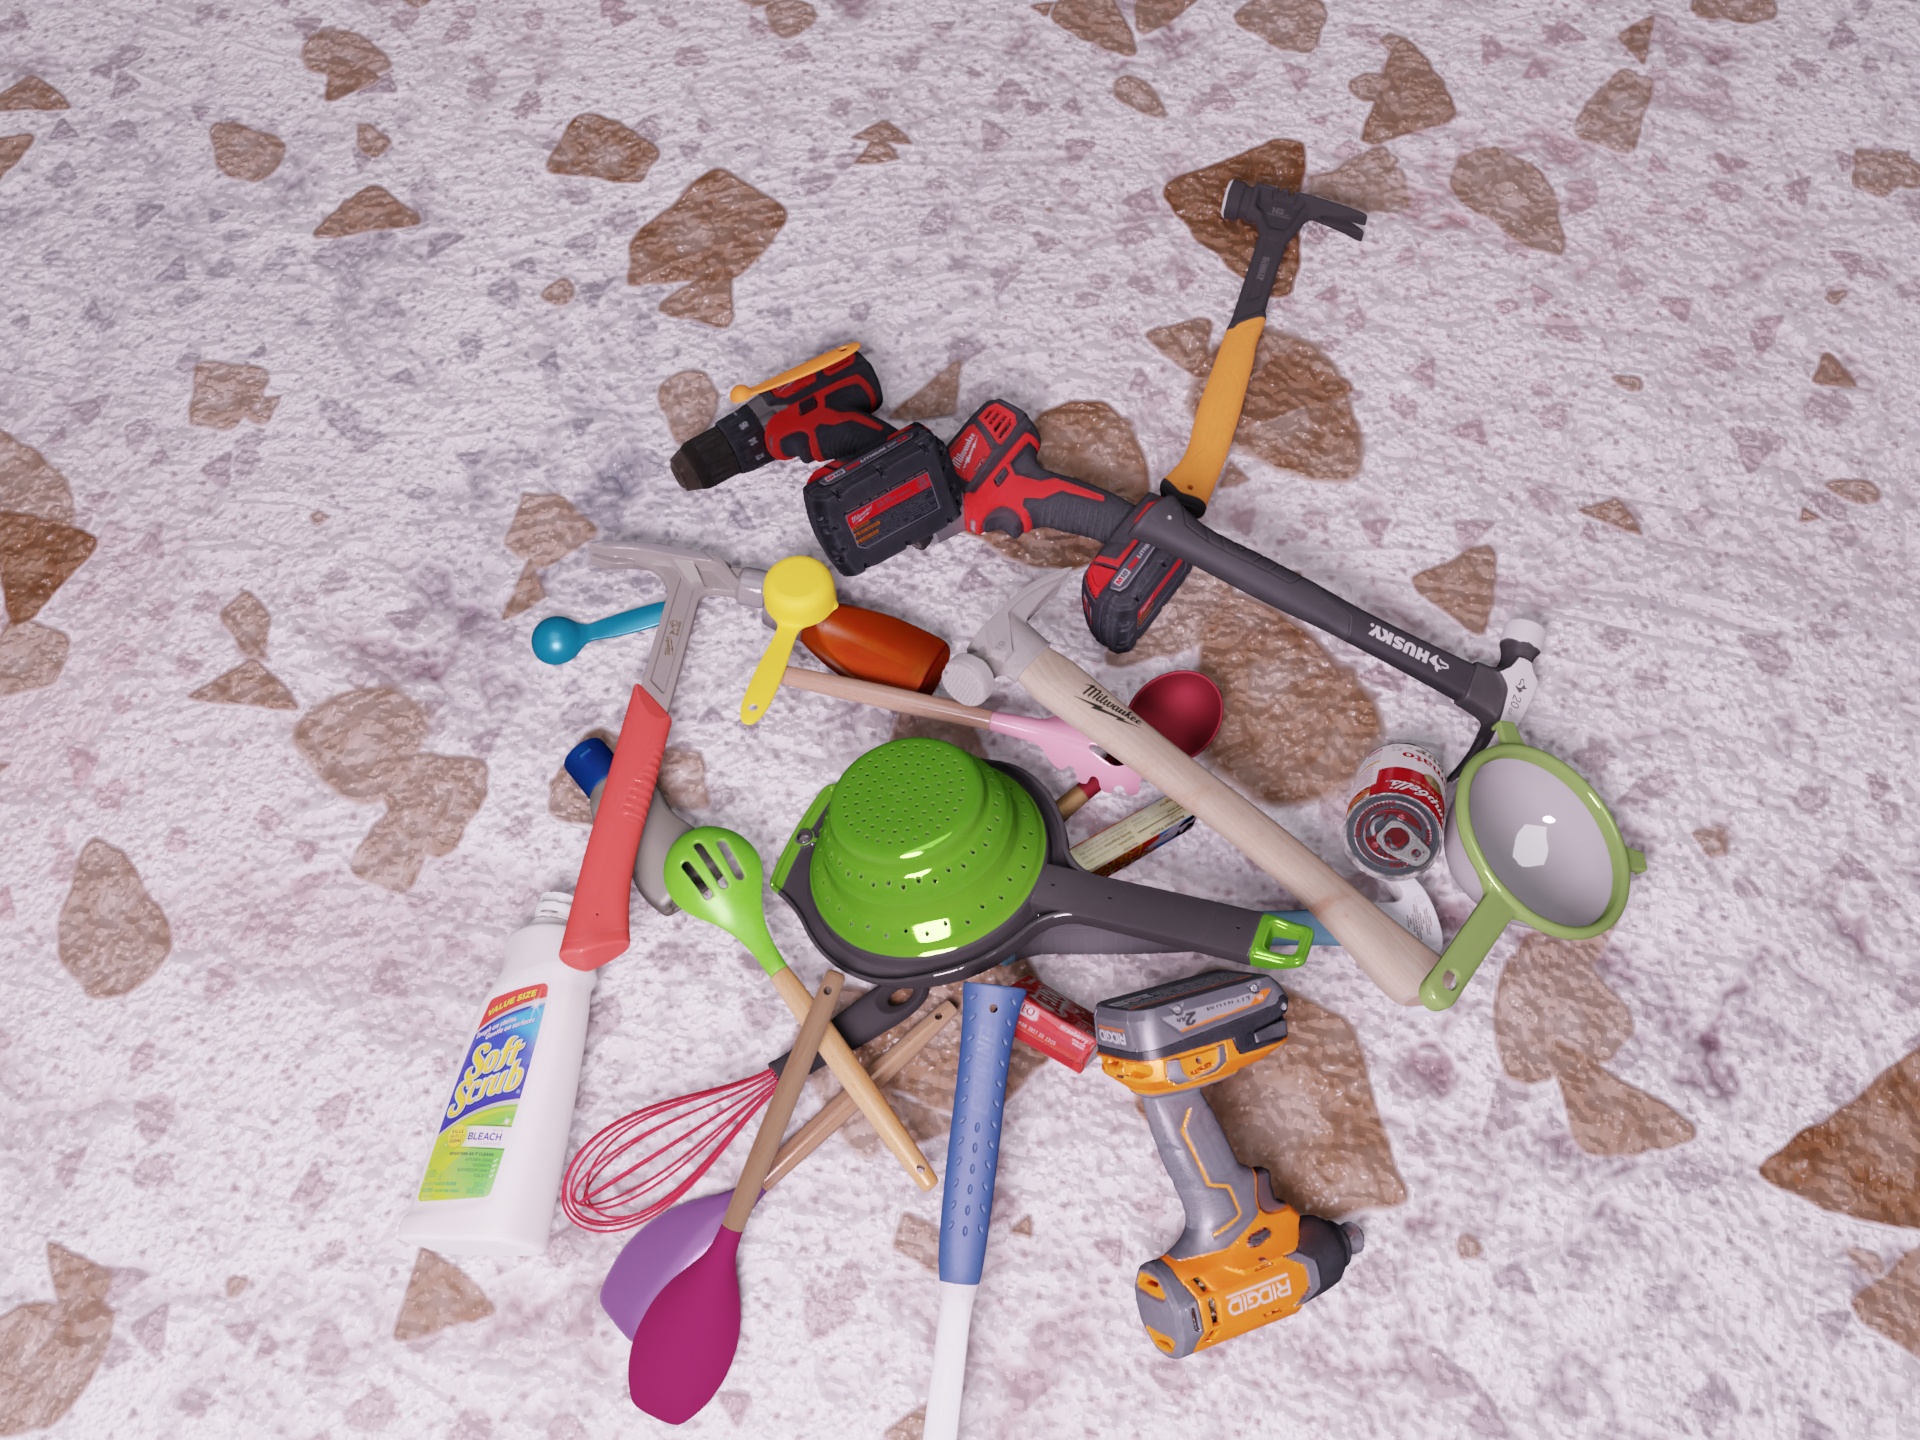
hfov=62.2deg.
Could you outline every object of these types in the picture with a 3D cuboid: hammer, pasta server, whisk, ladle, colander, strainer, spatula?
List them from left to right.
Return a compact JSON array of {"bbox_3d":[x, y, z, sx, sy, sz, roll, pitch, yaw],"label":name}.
[{"bbox_3d":[-0.250,0.016,1.198,0.149,0.036,0.359,9,57,0],"label":"hammer"},{"bbox_3d":[-0.147,0.262,1.121,0.296,0.073,0.073,-31,69,-17],"label":"whisk"},{"bbox_3d":[-0.123,0.306,1.119,0.316,0.018,0.060,-40,71,-13],"label":"spatula"},{"bbox_3d":[-0.008,0.374,1.031,0.144,0.035,0.405,6,81,6],"label":"hammer"},{"bbox_3d":[-0.002,-0.004,1.203,0.316,0.040,0.060,12,79,9],"label":"pasta server"},{"bbox_3d":[0.043,0.094,1.096,0.397,0.094,0.205,11,53,24],"label":"colander"},{"bbox_3d":[0.074,0.072,1.206,0.315,0.031,0.069,-39,72,-11],"label":"ladle"},{"bbox_3d":[0.182,0.154,1.163,0.331,0.033,0.128,-1,68,2],"label":"hammer"},{"bbox_3d":[0.184,0.052,1.140,0.411,0.038,0.146,39,52,7],"label":"hammer"},{"bbox_3d":[0.245,-0.316,1.357,0.127,0.034,0.337,17,69,10],"label":"hammer"},{"bbox_3d":[0.280,-0.076,1.207,0.334,0.035,0.146,26,71,-5],"label":"hammer"},{"bbox_3d":[0.372,0.125,1.121,0.151,0.069,0.256,46,54,4],"label":"strainer"}]

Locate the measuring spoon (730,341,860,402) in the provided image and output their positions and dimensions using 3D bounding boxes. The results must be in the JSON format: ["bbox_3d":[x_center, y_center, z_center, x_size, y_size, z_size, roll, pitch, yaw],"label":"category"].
[{"bbox_3d":[-0.137,-0.289,1.308,0.117,0.011,0.021,-24,38,-3],"label":"measuring spoon"}]

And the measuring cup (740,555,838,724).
[{"bbox_3d":[-0.138,-0.065,1.211,0.062,0.029,0.157,12,54,8],"label":"measuring cup"}]

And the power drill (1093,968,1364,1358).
[{"bbox_3d":[0.181,0.285,1.051,0.164,0.084,0.226,-10,89,-23],"label":"power drill"}]

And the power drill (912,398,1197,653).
[{"bbox_3d":[0.068,-0.155,1.276,0.220,0.078,0.143,33,72,18],"label":"power drill"}]

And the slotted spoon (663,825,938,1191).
[{"bbox_3d":[-0.111,0.197,1.119,0.070,0.031,0.314,-33,72,-18],"label":"slotted spoon"}]

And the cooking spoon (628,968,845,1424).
[{"bbox_3d":[-0.145,0.319,1.079,0.069,0.017,0.319,21,84,9],"label":"cooking spoon"}]

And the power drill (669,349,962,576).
[{"bbox_3d":[-0.119,-0.205,1.269,0.188,0.080,0.227,-30,42,-10],"label":"power drill"}]

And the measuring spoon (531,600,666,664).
[{"bbox_3d":[-0.286,-0.079,1.284,0.128,0.021,0.042,-16,68,-3],"label":"measuring spoon"}]
